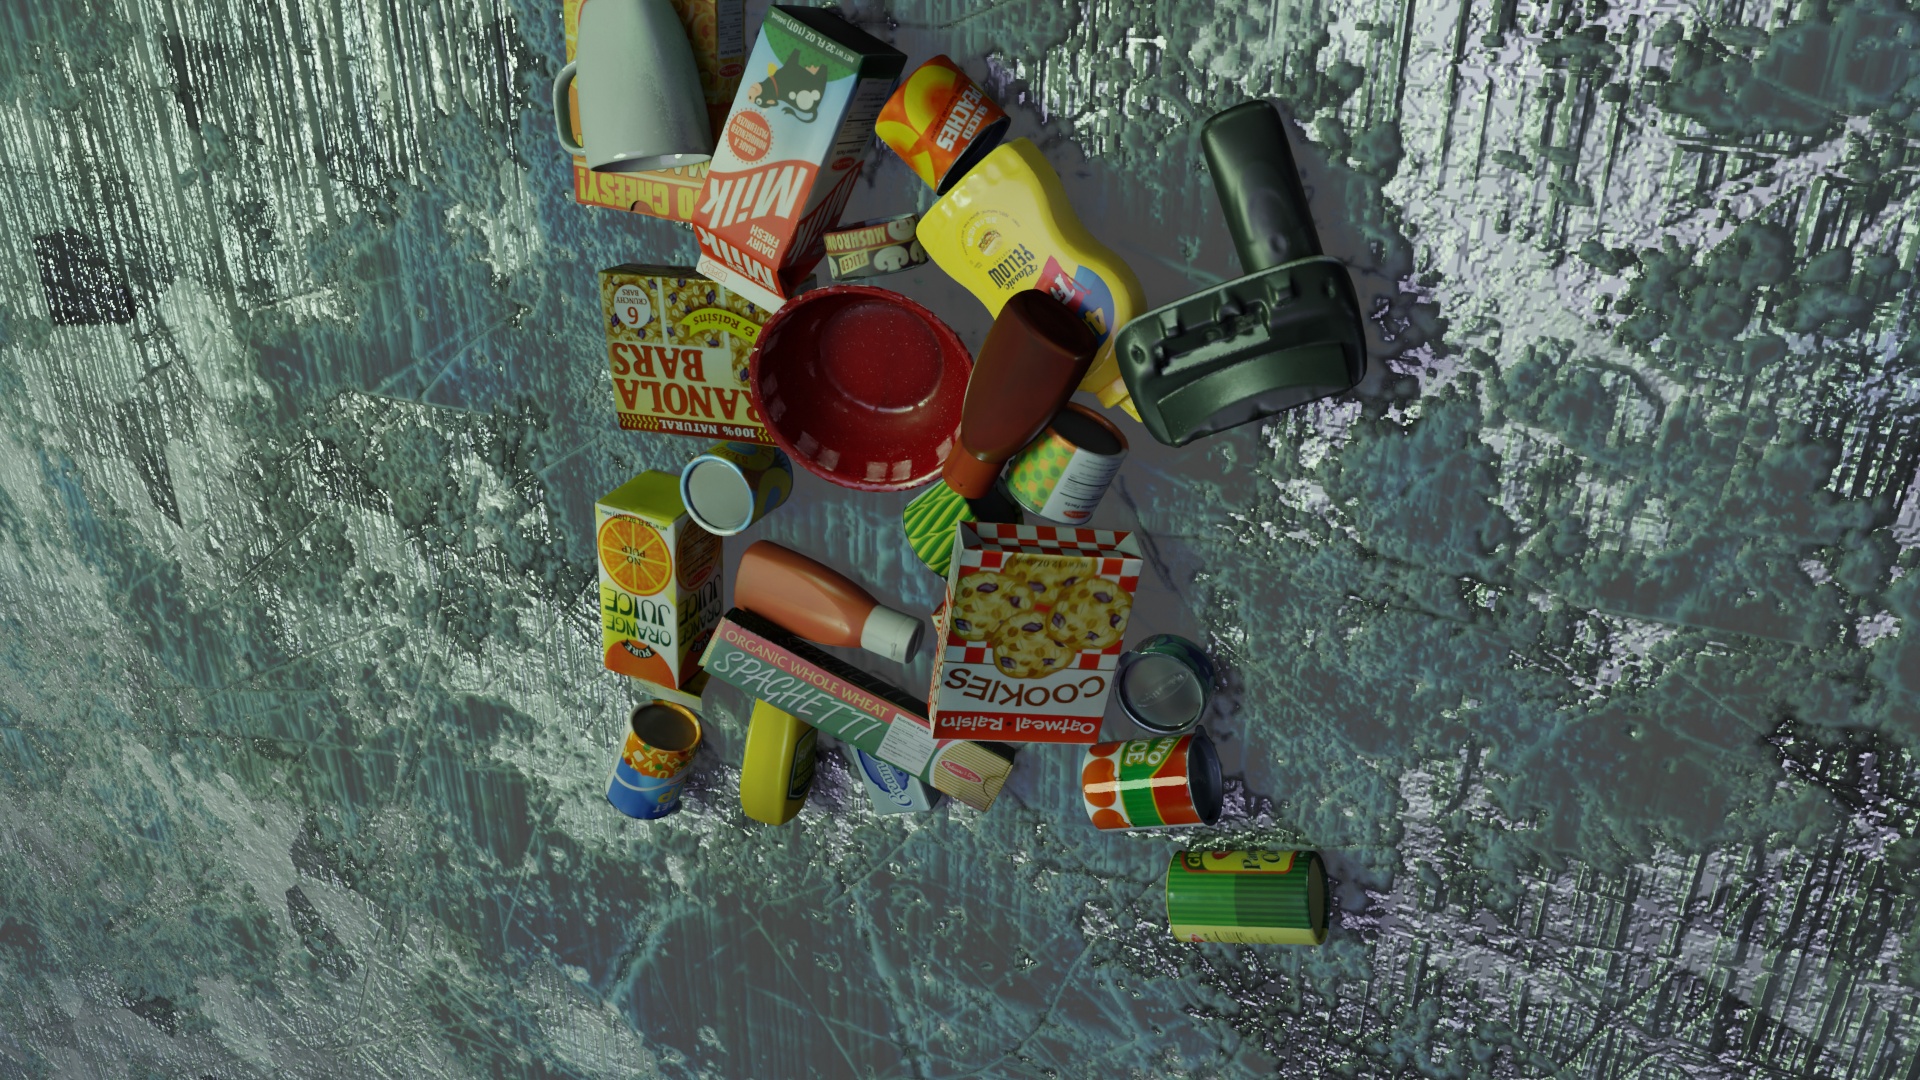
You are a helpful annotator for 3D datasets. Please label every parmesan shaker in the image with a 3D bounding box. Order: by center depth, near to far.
[{"bbox_3d":[0.210,0.258,1.007,0.103,0.071,0.071,-7,109,27],"label":"parmesan shaker"}]

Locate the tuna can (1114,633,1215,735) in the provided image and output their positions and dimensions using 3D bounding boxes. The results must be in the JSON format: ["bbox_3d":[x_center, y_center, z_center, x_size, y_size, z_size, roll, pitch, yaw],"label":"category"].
[{"bbox_3d":[0.143,0.100,0.983,0.071,0.033,0.070,10,116,21],"label":"tuna can"}]

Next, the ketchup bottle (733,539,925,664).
[{"bbox_3d":[-0.101,0.053,1.070,0.149,0.044,0.064,21,122,15],"label":"ketchup bottle"}]

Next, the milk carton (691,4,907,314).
[{"bbox_3d":[-0.114,-0.245,0.913,0.072,0.074,0.189,31,116,9],"label":"milk carton"}]

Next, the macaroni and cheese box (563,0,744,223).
[{"bbox_3d":[-0.211,-0.309,0.960,0.124,0.040,0.165,14,117,20],"label":"macaroni and cheese box"}]

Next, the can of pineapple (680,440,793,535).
[{"bbox_3d":[-0.169,-0.045,1.049,0.071,0.058,0.070,10,116,21],"label":"can of pineapple"}]

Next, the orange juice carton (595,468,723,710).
[{"bbox_3d":[-0.238,0.048,1.115,0.072,0.073,0.191,14,118,19],"label":"orange juice carton"}]

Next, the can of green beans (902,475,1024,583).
[{"bbox_3d":[0.002,-0.014,0.978,0.057,0.071,0.071,-34,96,32],"label":"can of green beans"}]

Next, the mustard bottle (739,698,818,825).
[{"bbox_3d":[-0.143,0.151,1.124,0.049,0.065,0.159,16,113,16],"label":"mustard bottle"}]

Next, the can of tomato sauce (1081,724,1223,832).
[{"bbox_3d":[0.138,0.173,0.999,0.083,0.071,0.071,-11,107,29],"label":"can of tomato sauce"}]

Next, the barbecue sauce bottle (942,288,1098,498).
[{"bbox_3d":[0.030,-0.087,0.886,0.065,0.044,0.147,43,135,13],"label":"barbecue sauce bottle"}]

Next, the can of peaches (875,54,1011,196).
[{"bbox_3d":[-0.011,-0.261,0.870,0.058,0.071,0.071,45,123,1],"label":"can of peaches"}]

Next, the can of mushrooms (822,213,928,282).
[{"bbox_3d":[-0.058,-0.194,0.922,0.071,0.071,0.033,-2,110,26],"label":"can of mushrooms"}]

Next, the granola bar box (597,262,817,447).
[{"bbox_3d":[-0.182,-0.137,1.025,0.165,0.039,0.123,7,115,22],"label":"granola bar box"}]

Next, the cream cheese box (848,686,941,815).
[{"bbox_3d":[-0.058,0.170,1.115,0.053,0.024,0.103,-12,107,29],"label":"cream cheese box"}]

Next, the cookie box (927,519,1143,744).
[{"bbox_3d":[0.048,0.067,0.968,0.123,0.040,0.166,3,123,-9],"label":"cookie box"}]

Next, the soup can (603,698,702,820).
[{"bbox_3d":[-0.262,0.189,1.195,0.071,0.072,0.083,31,122,9],"label":"soup can"}]

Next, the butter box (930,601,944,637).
[{"bbox_3d":[0.019,0.093,1.043,0.053,0.024,0.103,-9,108,28],"label":"butter box"}]

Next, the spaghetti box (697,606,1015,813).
[{"bbox_3d":[-0.078,0.129,1.069,0.250,0.029,0.050,27,108,-1],"label":"spaghetti box"}]

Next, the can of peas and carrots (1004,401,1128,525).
[{"bbox_3d":[0.070,-0.054,0.930,0.071,0.071,0.058,33,122,8],"label":"can of peas and carrots"}]
